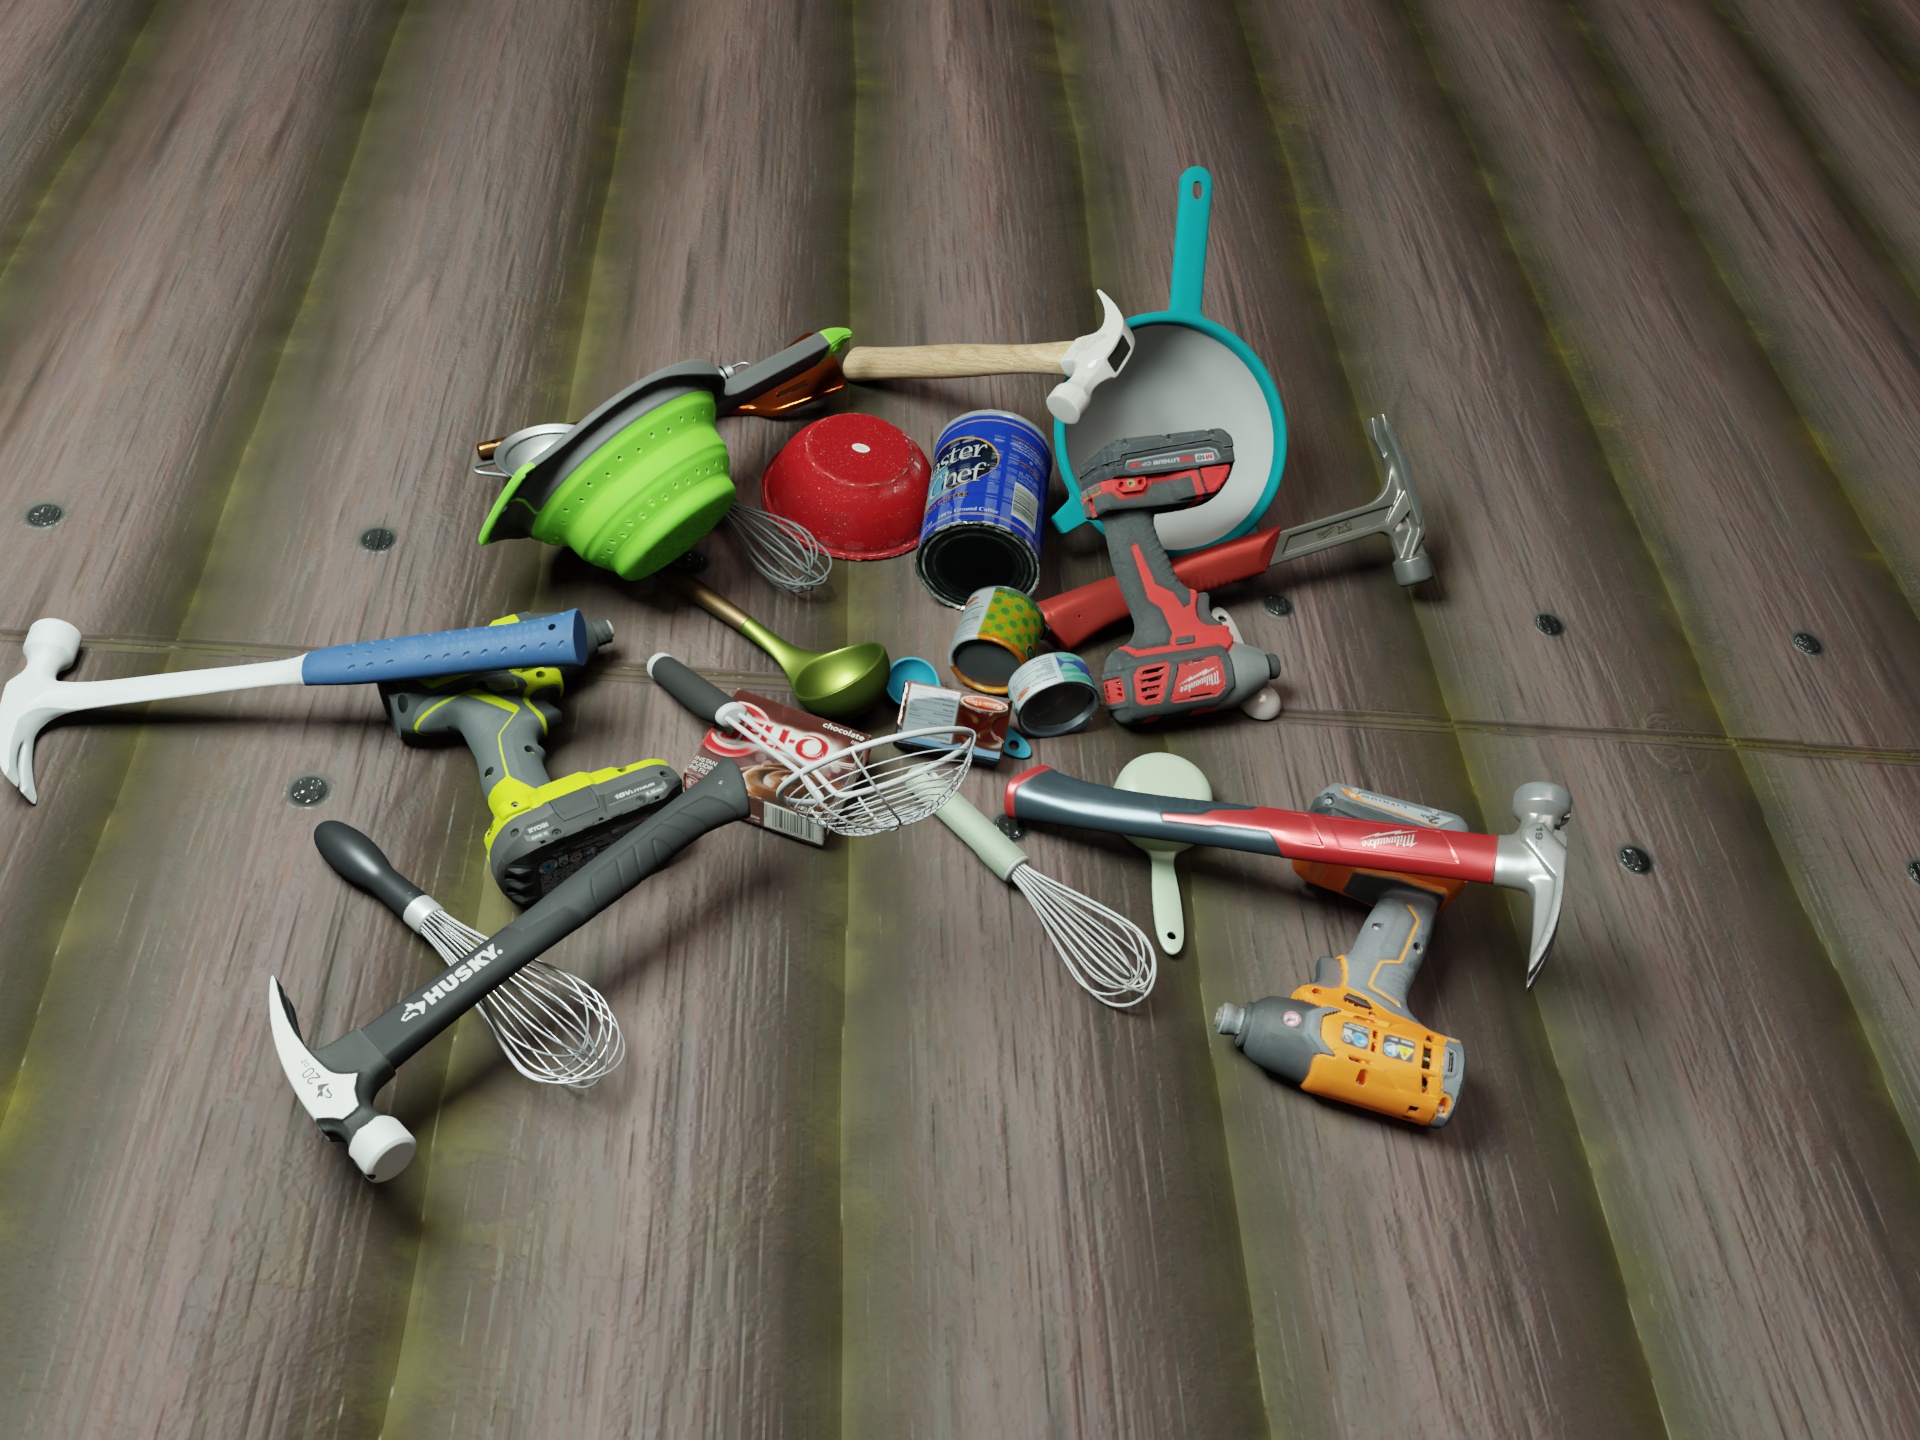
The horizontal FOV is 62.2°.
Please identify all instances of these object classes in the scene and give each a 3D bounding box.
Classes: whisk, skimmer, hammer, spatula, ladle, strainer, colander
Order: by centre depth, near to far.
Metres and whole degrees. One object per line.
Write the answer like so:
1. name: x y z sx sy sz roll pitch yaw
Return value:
1. hammer: -0.263 0.125 0.986 0.146 0.035 0.335 34 57 28
2. whisk: -0.325 0.144 1.030 0.285 0.070 0.070 33 53 23
3. skimmer: -0.125 -0.011 1.073 0.127 0.090 0.364 -9 24 -34
4. hammer: -0.463 -0.029 1.100 0.405 0.035 0.144 -7 52 2
5. hammer: 0.212 0.090 1.101 0.386 0.038 0.143 6 57 20
6. whisk: 0.045 0.112 1.133 0.246 0.059 0.057 42 19 27
7. ladle: -0.188 -0.096 1.251 0.320 0.062 0.078 33 54 20
8. colander: -0.193 -0.213 1.265 0.094 0.204 0.397 50 48 -1
9. whisk: -0.192 -0.179 1.324 0.055 0.055 0.239 -31 58 -30
10. hammer: 0.225 -0.142 1.333 0.359 0.037 0.149 -18 92 -14
11. strainer: -0.287 -0.247 1.344 0.258 0.050 0.087 -30 51 -20
12. hammer: 0.014 -0.310 1.362 0.331 0.031 0.130 12 58 47
13. strainer: 0.177 -0.304 1.391 0.211 0.095 0.340 7 87 -14
14. spatula: -0.261 -0.275 1.392 0.322 0.041 0.081 -16 57 -21

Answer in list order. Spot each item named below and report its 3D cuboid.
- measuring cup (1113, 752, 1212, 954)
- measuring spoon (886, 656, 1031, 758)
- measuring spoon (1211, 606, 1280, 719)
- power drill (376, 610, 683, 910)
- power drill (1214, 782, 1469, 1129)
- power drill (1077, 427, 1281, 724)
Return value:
1. measuring cup: 0.152 0.093 1.167 0.083 0.038 0.168 6 48 -6
2. measuring spoon: -0.002 -0.004 1.237 0.128 0.021 0.042 32 69 4
3. measuring spoon: 0.234 -0.052 1.316 0.034 0.018 0.124 -6 51 -15
4. power drill: -0.293 0.015 1.127 0.171 0.080 0.223 -23 55 -25
5. power drill: 0.271 0.159 1.112 0.164 0.084 0.227 15 53 4
6. power drill: 0.174 -0.112 1.262 0.143 0.078 0.220 -8 89 -13
